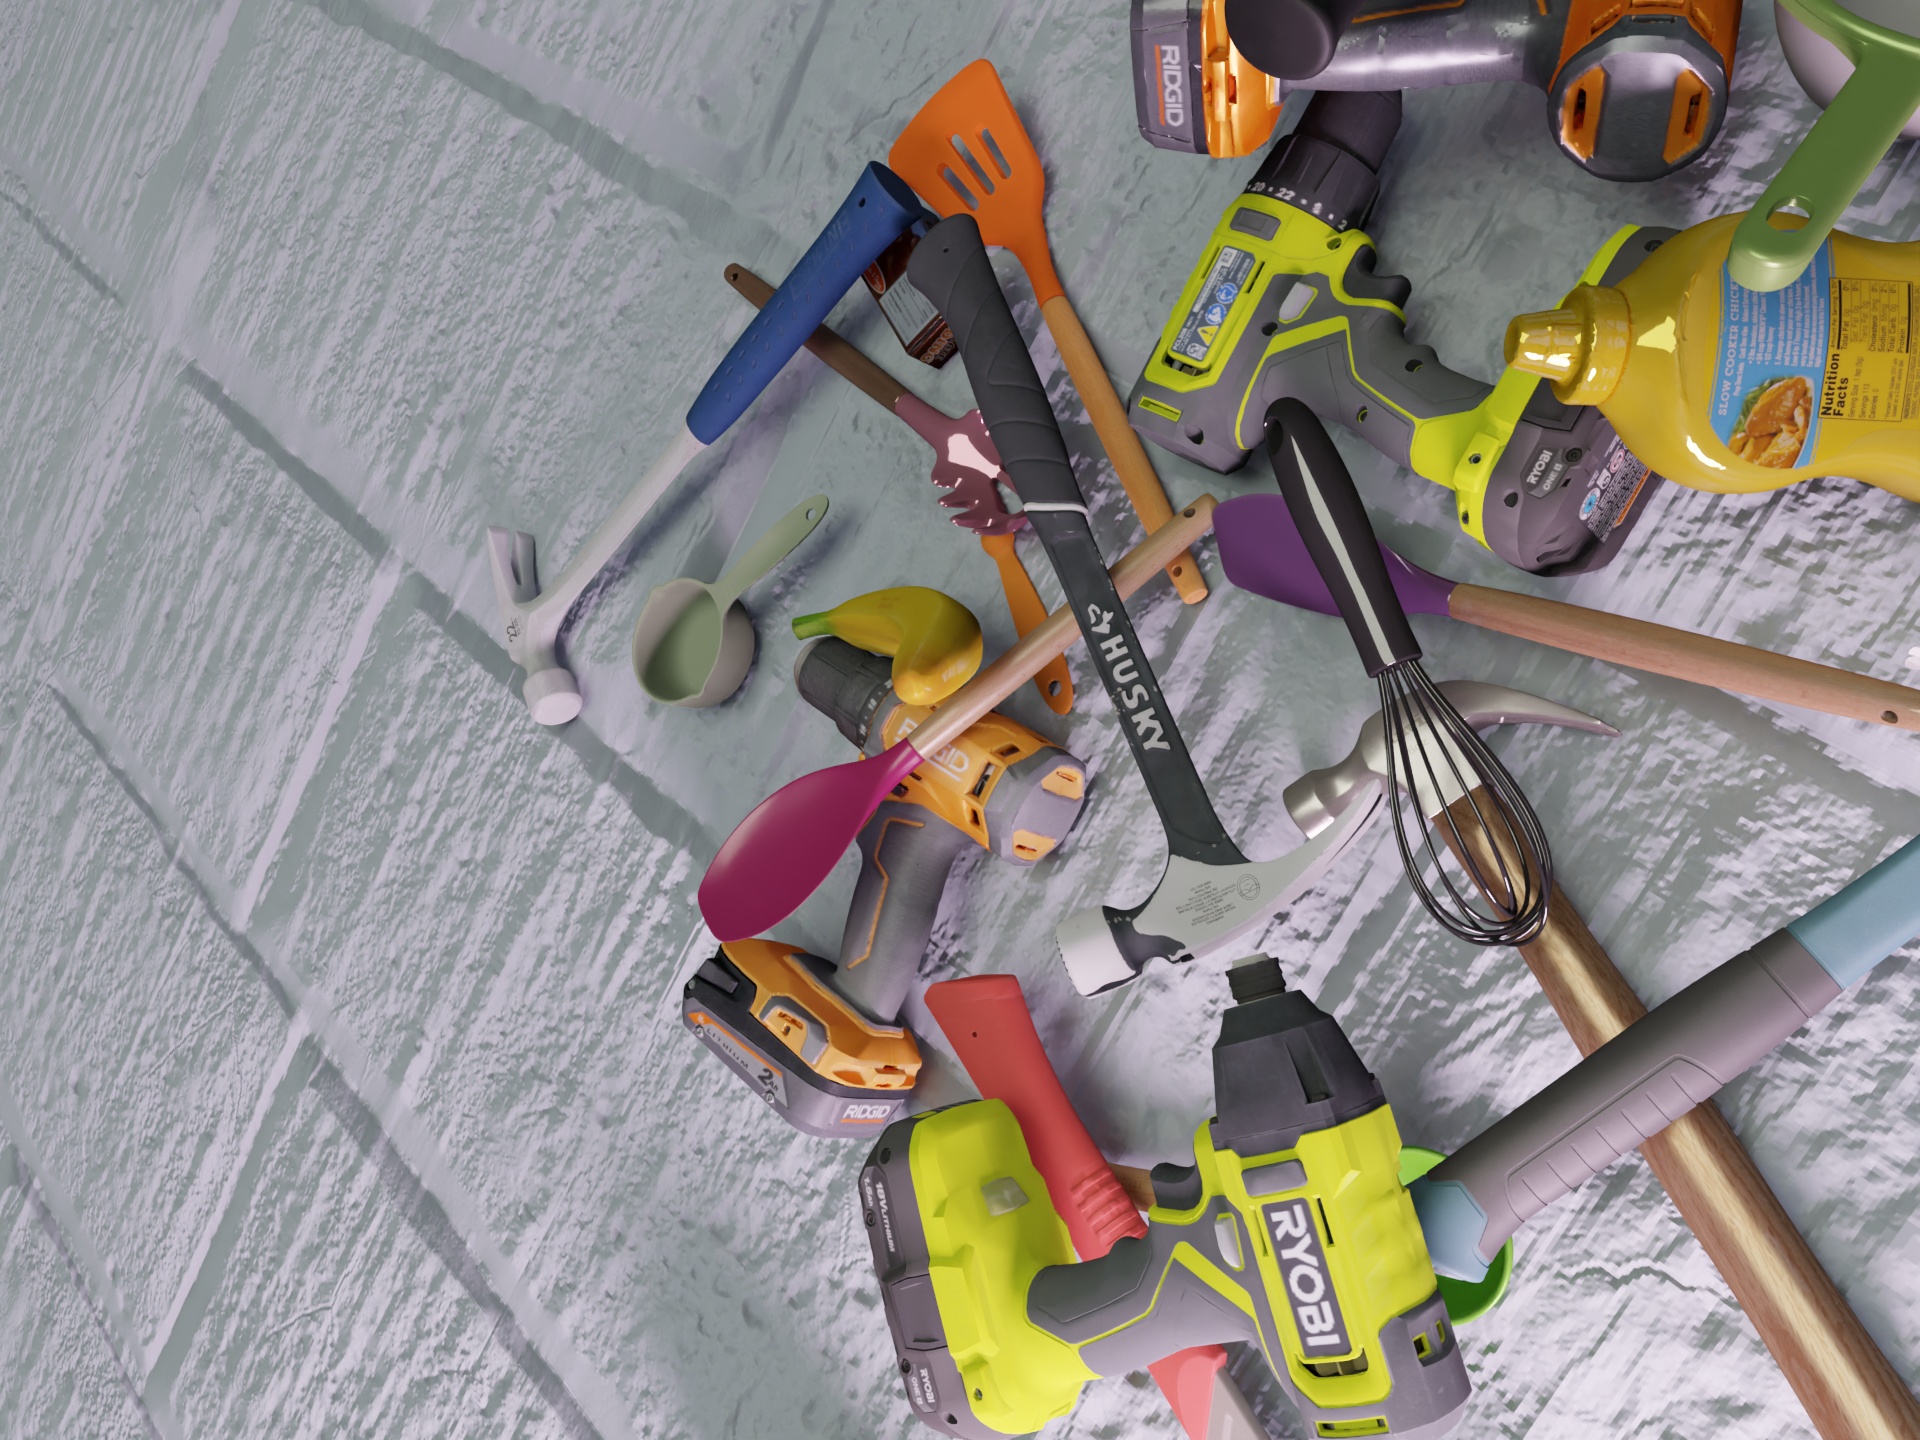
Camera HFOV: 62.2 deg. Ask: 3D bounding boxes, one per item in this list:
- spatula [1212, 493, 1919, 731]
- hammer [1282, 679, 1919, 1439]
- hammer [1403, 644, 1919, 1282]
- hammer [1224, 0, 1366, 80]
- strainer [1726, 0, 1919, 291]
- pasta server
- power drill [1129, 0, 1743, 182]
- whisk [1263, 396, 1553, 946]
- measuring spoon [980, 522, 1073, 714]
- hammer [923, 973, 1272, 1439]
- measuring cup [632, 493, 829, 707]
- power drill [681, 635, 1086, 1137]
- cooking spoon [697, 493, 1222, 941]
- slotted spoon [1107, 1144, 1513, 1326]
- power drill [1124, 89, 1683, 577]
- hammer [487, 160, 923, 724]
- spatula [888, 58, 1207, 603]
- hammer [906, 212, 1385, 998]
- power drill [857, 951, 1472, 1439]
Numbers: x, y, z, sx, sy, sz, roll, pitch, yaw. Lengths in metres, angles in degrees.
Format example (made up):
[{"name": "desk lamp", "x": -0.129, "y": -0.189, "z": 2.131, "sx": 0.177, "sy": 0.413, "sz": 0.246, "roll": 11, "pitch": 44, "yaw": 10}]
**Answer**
[{"name": "spatula", "x": 0.221, "y": -0.045, "z": 0.635, "sx": 0.316, "sy": 0.018, "sz": 0.059, "roll": 23, "pitch": 141, "yaw": 46}, {"name": "hammer", "x": 0.258, "y": 0.125, "z": 0.613, "sx": 0.130, "sy": 0.031, "sz": 0.332, "roll": -40, "pitch": 61, "yaw": 25}, {"name": "hammer", "x": 0.289, "y": 0.093, "z": 0.559, "sx": 0.331, "sy": 0.033, "sz": 0.128, "roll": -41, "pitch": 65, "yaw": 14}, {"name": "hammer", "x": 0.188, "y": -0.336, "z": 0.617, "sx": 0.146, "sy": 0.035, "sz": 0.335, "roll": 18, "pitch": 53, "yaw": 22}, {"name": "strainer", "x": 0.326, "y": -0.215, "z": 0.552, "sx": 0.152, "sy": 0.069, "sz": 0.256, "roll": 31, "pitch": 68, "yaw": 25}, {"name": "pasta server", "x": -0.052, "y": -0.192, "z": 0.895, "sx": 0.316, "sy": 0.040, "sz": 0.060, "roll": 43, "pitch": 107, "yaw": 35}, {"name": "power drill", "x": 0.200, "y": -0.297, "z": 0.656, "sx": 0.226, "sy": 0.084, "sz": 0.164, "roll": 11, "pitch": 54, "yaw": 21}, {"name": "whisk", "x": 0.172, "y": -0.022, "z": 0.633, "sx": 0.055, "sy": 0.055, "sz": 0.239, "roll": -27, "pitch": 76, "yaw": 30}, {"name": "measuring spoon", "x": 0.033, "y": -0.055, "z": 0.823, "sx": 0.021, "sy": 0.011, "sz": 0.117, "roll": -33, "pitch": 64, "yaw": 28}, {"name": "hammer", "x": 0.082, "y": 0.266, "z": 0.692, "sx": 0.149, "sy": 0.036, "sz": 0.359, "roll": -49, "pitch": 61, "yaw": 28}, {"name": "measuring cup", "x": -0.125, "y": -0.071, "z": 0.930, "sx": 0.167, "sy": 0.038, "sz": 0.083, "roll": -40, "pitch": 61, "yaw": 22}, {"name": "power drill", "x": -0.057, "y": 0.076, "z": 0.828, "sx": 0.185, "sy": 0.084, "sz": 0.226, "roll": 33, "pitch": 97, "yaw": 35}, {"name": "cooking spoon", "x": -0.001, "y": -0.002, "z": 0.765, "sx": 0.319, "sy": 0.017, "sz": 0.069, "roll": -39, "pitch": 47, "yaw": 5}, {"name": "slotted spoon", "x": 0.098, "y": 0.213, "z": 0.720, "sx": 0.314, "sy": 0.031, "sz": 0.070, "roll": -3, "pitch": 83, "yaw": 38}, {"name": "power drill", "x": 0.198, "y": -0.176, "z": 0.684, "sx": 0.229, "sy": 0.080, "sz": 0.190, "roll": 33, "pitch": 99, "yaw": 38}, {"name": "hammer", "x": -0.166, "y": -0.172, "z": 0.956, "sx": 0.405, "sy": 0.035, "sz": 0.144, "roll": -43, "pitch": 59, "yaw": 30}, {"name": "spatula", "x": 0.051, "y": -0.197, "z": 0.818, "sx": 0.081, "sy": 0.041, "sz": 0.323, "roll": -37, "pitch": 63, "yaw": 31}, {"name": "hammer", "x": 0.056, "y": -0.085, "z": 0.741, "sx": 0.149, "sy": 0.036, "sz": 0.409, "roll": -24, "pitch": 63, "yaw": 9}, {"name": "power drill", "x": 0.070, "y": 0.196, "z": 0.625, "sx": 0.223, "sy": 0.080, "sz": 0.171, "roll": -24, "pitch": 75, "yaw": 37}]
